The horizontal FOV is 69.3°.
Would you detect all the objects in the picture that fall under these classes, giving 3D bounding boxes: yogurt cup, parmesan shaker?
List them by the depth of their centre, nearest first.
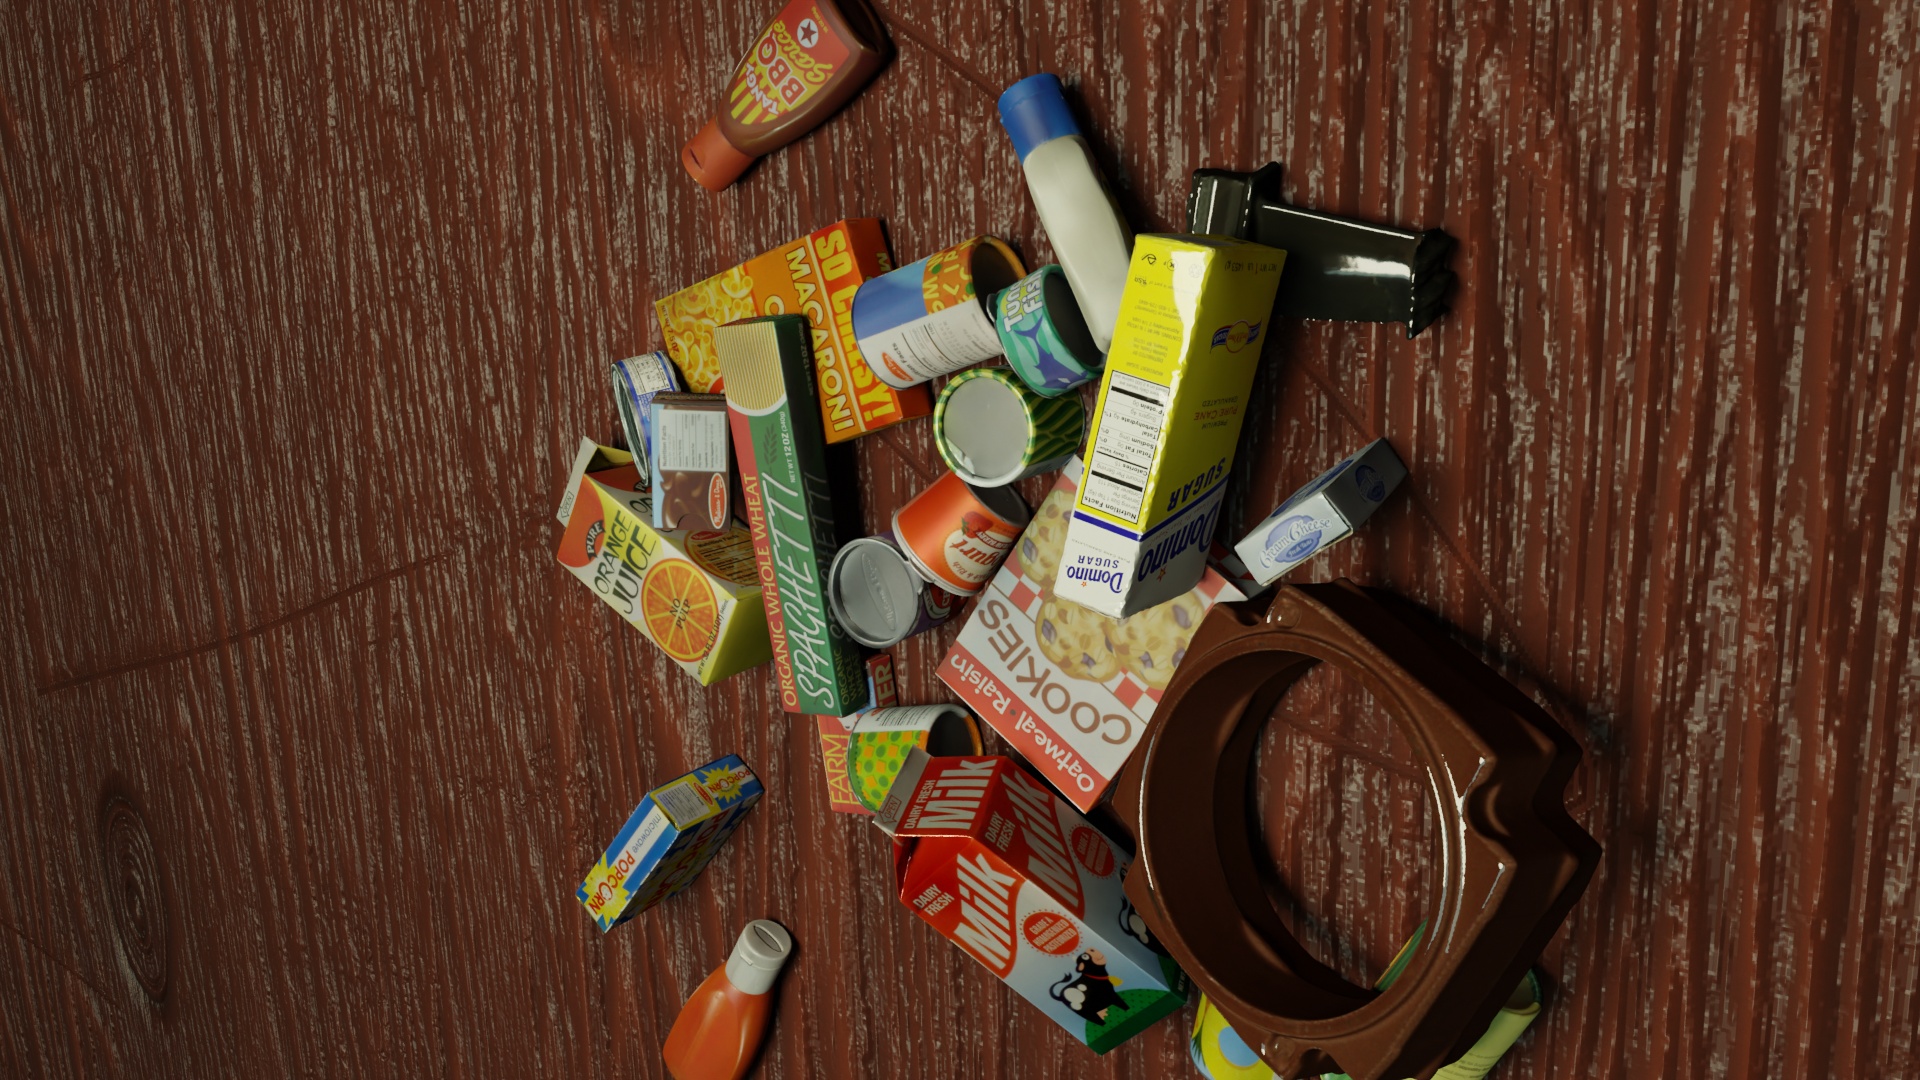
[{"bbox_3d":[0.238,0.246,0.700,0.071,0.071,0.102,37,117,22],"label":"parmesan shaker"},{"bbox_3d":[0.003,-0.010,0.801,0.053,0.072,0.072,-47,74,24],"label":"yogurt cup"}]

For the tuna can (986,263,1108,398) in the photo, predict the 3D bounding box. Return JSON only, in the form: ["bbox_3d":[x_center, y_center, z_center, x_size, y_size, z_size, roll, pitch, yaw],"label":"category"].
[{"bbox_3d":[0.048,-0.114,0.743,0.032,0.071,0.071,-25,86,33],"label":"tuna can"}]

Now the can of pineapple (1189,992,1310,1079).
[{"bbox_3d":[0.160,0.258,0.752,0.071,0.071,0.057,19,110,29],"label":"can of pineapple"}]

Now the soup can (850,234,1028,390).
[{"bbox_3d":[-0.009,-0.130,0.782,0.083,0.071,0.071,-15,92,34],"label":"soup can"}]

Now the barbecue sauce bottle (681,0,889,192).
[{"bbox_3d":[-0.110,-0.267,0.832,0.148,0.044,0.065,-34,83,34],"label":"barbecue sauce bottle"}]

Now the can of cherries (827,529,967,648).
[{"bbox_3d":[-0.034,0.026,0.836,0.071,0.058,0.071,7,103,33],"label":"can of cherries"}]

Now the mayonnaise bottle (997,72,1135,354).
[{"bbox_3d":[0.063,-0.171,0.727,0.041,0.065,0.148,-24,82,14],"label":"mayonnaise bottle"}]

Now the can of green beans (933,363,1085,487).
[{"bbox_3d":[0.027,-0.066,0.775,0.071,0.058,0.071,8,105,32],"label":"can of green beans"}]

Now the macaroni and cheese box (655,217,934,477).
[{"bbox_3d":[-0.105,-0.116,0.863,0.166,0.040,0.123,-14,93,35],"label":"macaroni and cheese box"}]

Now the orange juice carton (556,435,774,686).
[{"bbox_3d":[-0.201,0.007,0.934,0.193,0.073,0.071,36,118,23],"label":"orange juice carton"}]

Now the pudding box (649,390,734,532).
[{"bbox_3d":[-0.166,-0.049,0.863,0.050,0.030,0.083,1,108,-3],"label":"pudding box"}]

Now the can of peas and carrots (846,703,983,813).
[{"bbox_3d":[-0.026,0.136,0.850,0.058,0.071,0.071,-8,96,34],"label":"can of peas and carrots"}]

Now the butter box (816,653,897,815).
[{"bbox_3d":[-0.065,0.125,0.898,0.053,0.024,0.103,-4,98,35],"label":"butter box"}]

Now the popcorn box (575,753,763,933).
[{"bbox_3d":[-0.204,0.211,0.972,0.038,0.085,0.126,47,121,15],"label":"popcorn box"}]

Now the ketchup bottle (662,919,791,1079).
[{"bbox_3d":[-0.164,0.336,0.998,0.065,0.044,0.148,38,118,20],"label":"ketchup bottle"}]

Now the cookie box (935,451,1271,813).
[{"bbox_3d":[0.075,0.051,0.780,0.123,0.040,0.166,42,119,19],"label":"cookie box"}]

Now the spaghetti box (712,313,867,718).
[{"bbox_3d":[-0.102,-0.011,0.847,0.050,0.029,0.249,0,105,34],"label":"spaghetti box"}]

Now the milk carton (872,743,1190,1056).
[{"bbox_3d":[0.036,0.192,0.775,0.190,0.073,0.073,40,122,-6],"label":"milk carton"}]

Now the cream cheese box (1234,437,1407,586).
[{"bbox_3d":[0.173,-0.015,0.661,0.053,0.104,0.024,-37,86,35],"label":"cream cheese box"}]
